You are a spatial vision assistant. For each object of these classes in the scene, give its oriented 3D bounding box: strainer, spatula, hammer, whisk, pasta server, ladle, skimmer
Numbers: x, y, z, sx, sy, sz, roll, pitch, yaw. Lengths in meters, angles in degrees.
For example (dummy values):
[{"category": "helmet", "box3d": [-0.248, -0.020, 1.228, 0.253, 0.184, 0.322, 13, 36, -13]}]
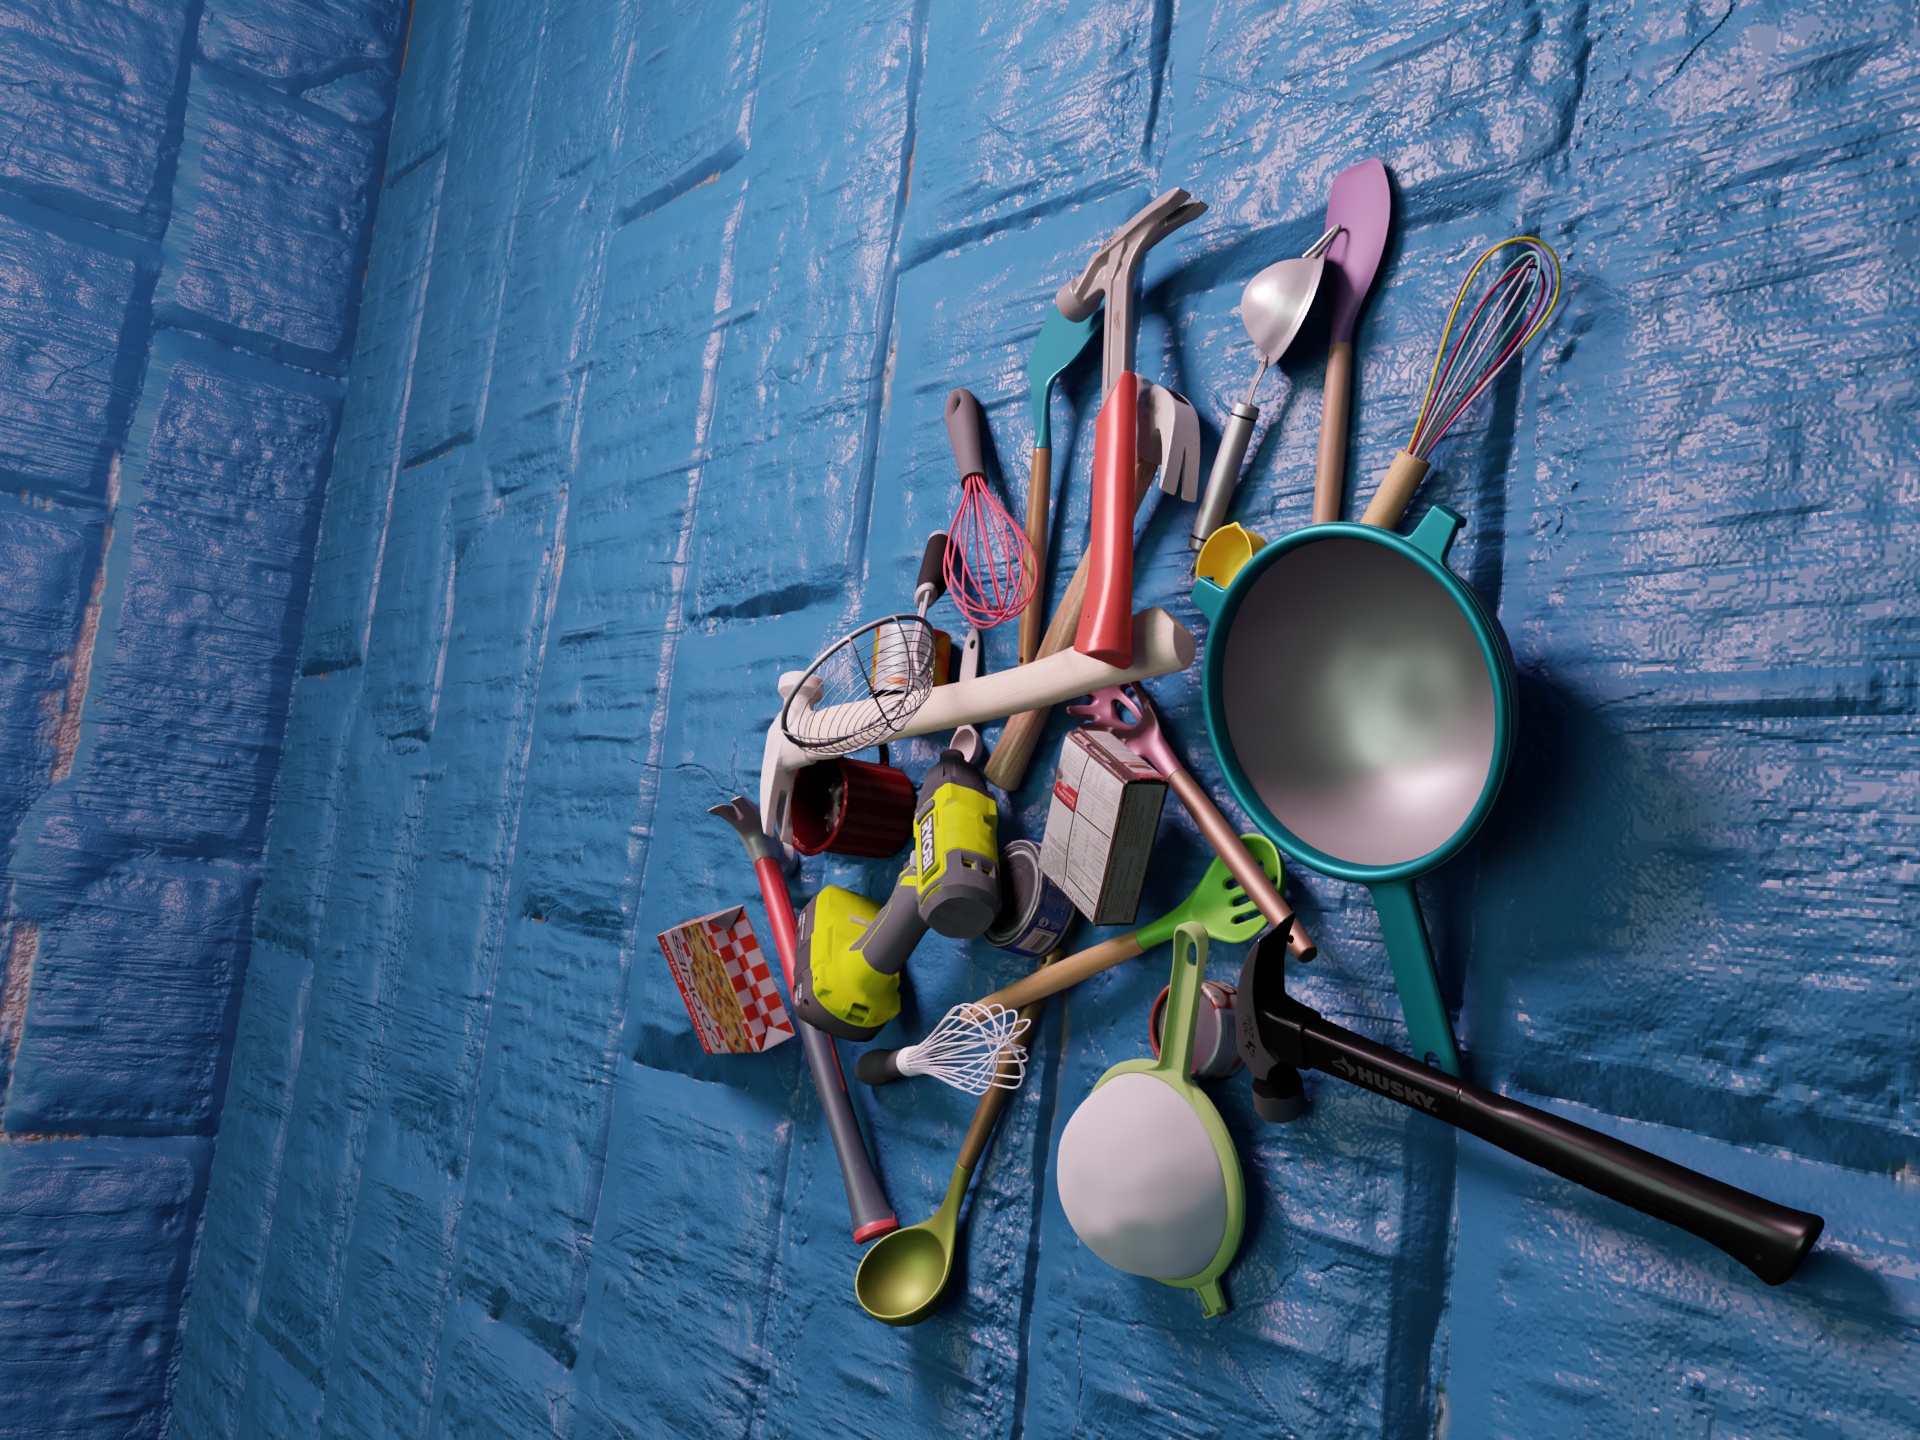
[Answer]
[{"category": "strainer", "box3d": [0.267, 0.046, 0.942, 0.211, 0.095, 0.340, -14, 90, 50]}, {"category": "spatula", "box3d": [0.256, -0.228, 1.070, 0.060, 0.018, 0.316, -4, 76, 57]}, {"category": "hammer", "box3d": [0.094, -0.094, 1.210, 0.331, 0.031, 0.130, -67, 27, 17]}, {"category": "strainer", "box3d": [0.201, -0.224, 1.113, 0.087, 0.050, 0.258, -101, 26, -74]}, {"category": "whisk", "box3d": [0.013, -0.182, 1.301, 0.073, 0.073, 0.296, -46, 35, 33]}, {"category": "pasta server", "box3d": [0.153, 0.053, 1.074, 0.060, 0.040, 0.317, -60, 33, 23]}, {"category": "strainer", "box3d": [0.115, 0.252, 1.023, 0.152, 0.069, 0.256, 27, 117, 49]}, {"category": "ladle", "box3d": [0.005, 0.312, 1.203, 0.078, 0.062, 0.320, 31, 102, 52]}, {"category": "whisk", "box3d": [-0.023, 0.260, 1.218, 0.284, 0.070, 0.070, 147, 125, -61]}, {"category": "whisk", "box3d": [0.298, -0.182, 0.991, 0.245, 0.047, 0.051, -65, 28, 22]}, {"category": "hammer", "box3d": [0.288, 0.211, 0.862, 0.335, 0.035, 0.146, 17, 128, 46]}, {"category": "hammer", "box3d": [-0.002, -0.004, 1.212, 0.411, 0.038, 0.146, -14, 61, 39]}, {"category": "skimmer", "box3d": [-0.057, -0.086, 1.219, 0.127, 0.090, 0.364, -53, 13, 26]}, {"category": "hammer", "box3d": [0.117, -0.206, 1.141, 0.149, 0.036, 0.359, -29, 49, 50]}, {"category": "hammer", "box3d": [-0.131, 0.246, 1.343, 0.038, 0.143, 0.387, -23, 61, 4]}, {"category": "spatula", "box3d": [0.073, -0.190, 1.282, 0.082, 0.044, 0.317, 3, 87, 49]}]

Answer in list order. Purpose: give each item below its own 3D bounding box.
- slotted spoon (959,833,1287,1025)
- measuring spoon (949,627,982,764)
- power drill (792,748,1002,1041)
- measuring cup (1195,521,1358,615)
[{"category": "slotted spoon", "box3d": [0.109, 0.161, 1.120, 0.313, 0.031, 0.070, -32, 51, 37]}, {"category": "measuring spoon", "box3d": [0.011, -0.018, 1.321, 0.034, 0.018, 0.124, -19, 59, 48]}, {"category": "power drill", "box3d": [-0.047, 0.139, 1.269, 0.223, 0.080, 0.171, -50, 28, 34]}, {"category": "measuring cup", "box3d": [0.217, -0.091, 1.063, 0.157, 0.029, 0.062, 29, 105, 55]}]
